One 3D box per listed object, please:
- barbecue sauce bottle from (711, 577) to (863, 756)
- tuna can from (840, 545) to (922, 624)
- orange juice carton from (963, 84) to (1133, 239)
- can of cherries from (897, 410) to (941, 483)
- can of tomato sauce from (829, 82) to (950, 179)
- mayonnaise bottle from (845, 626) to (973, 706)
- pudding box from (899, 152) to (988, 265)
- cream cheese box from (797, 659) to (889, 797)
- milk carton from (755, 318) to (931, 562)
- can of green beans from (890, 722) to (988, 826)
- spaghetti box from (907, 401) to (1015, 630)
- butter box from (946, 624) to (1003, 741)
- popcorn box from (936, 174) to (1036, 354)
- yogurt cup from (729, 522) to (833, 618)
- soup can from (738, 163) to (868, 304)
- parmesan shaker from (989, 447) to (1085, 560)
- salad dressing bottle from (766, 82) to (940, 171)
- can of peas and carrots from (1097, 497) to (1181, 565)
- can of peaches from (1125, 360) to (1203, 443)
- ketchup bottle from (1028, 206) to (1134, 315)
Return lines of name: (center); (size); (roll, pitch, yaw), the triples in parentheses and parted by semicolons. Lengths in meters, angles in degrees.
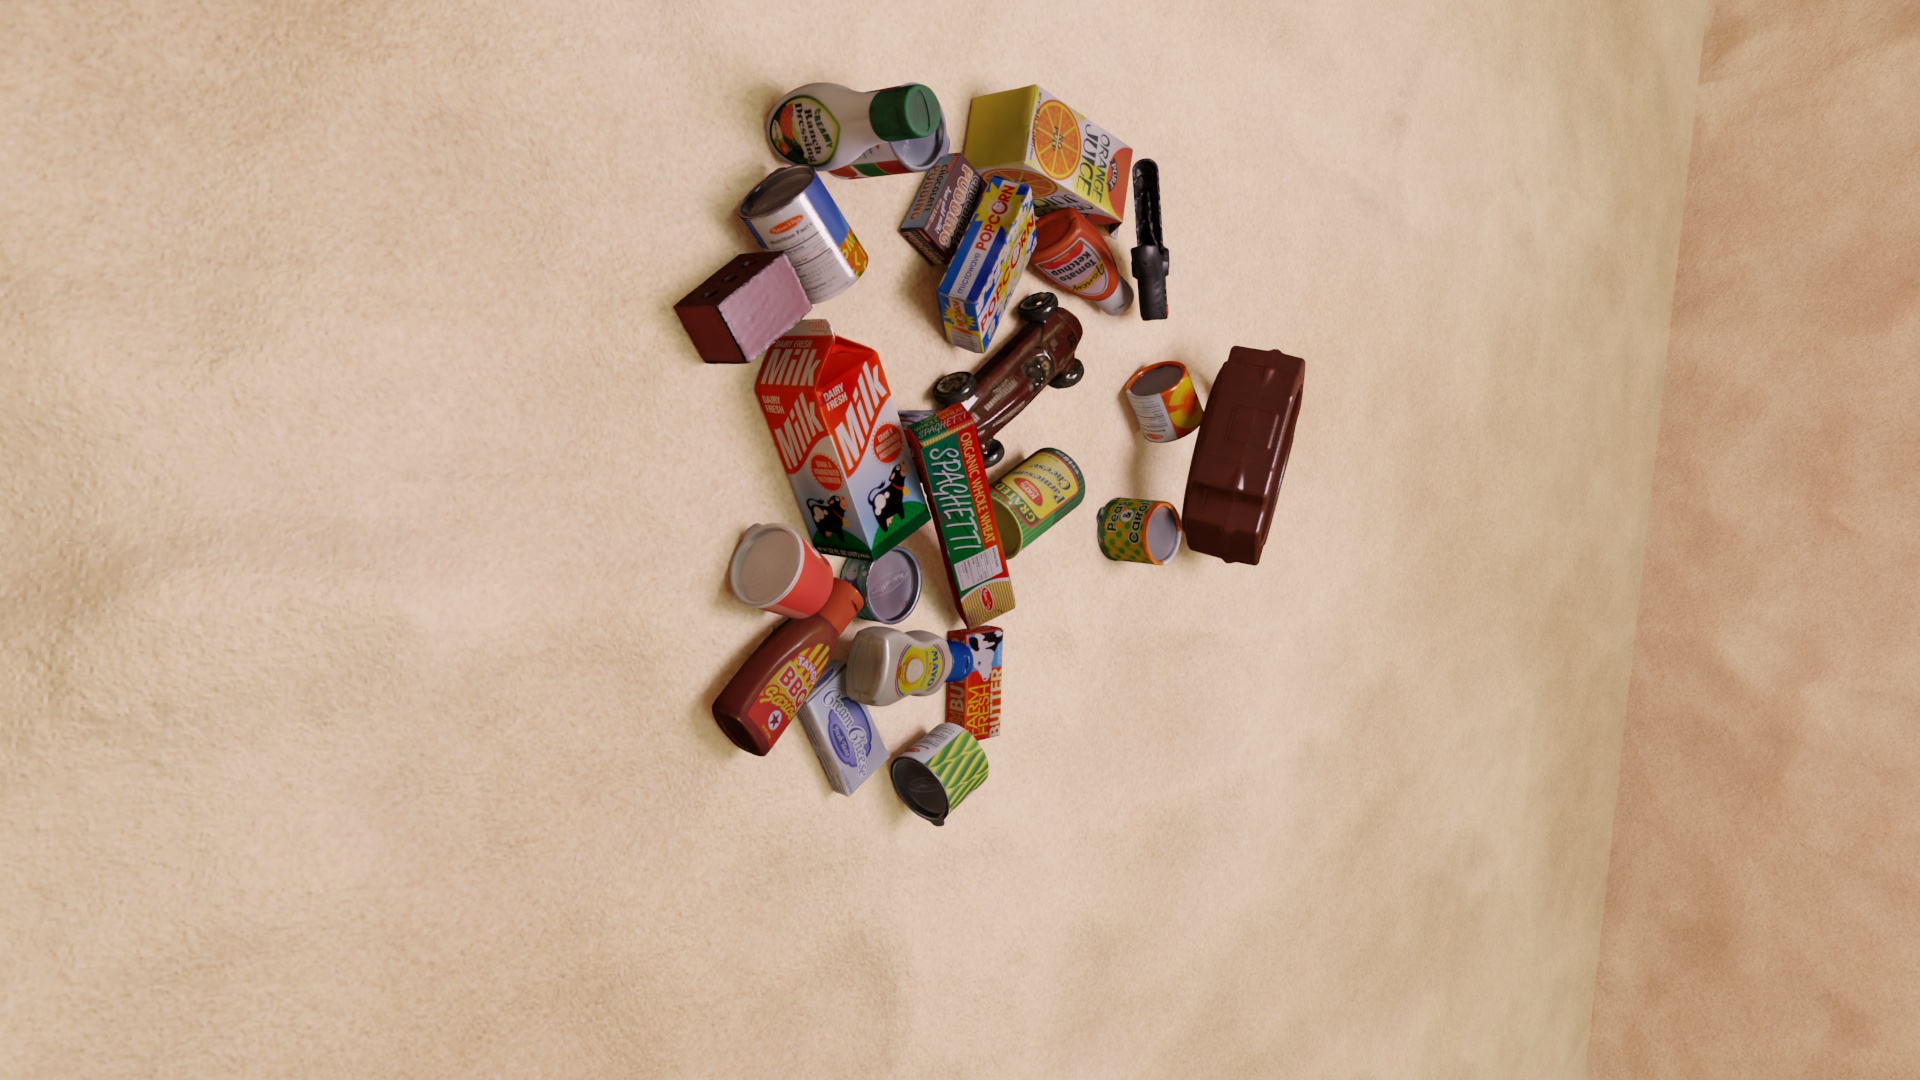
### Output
barbecue sauce bottle: (-0.131, 0.093, 1.085); (0.149, 0.044, 0.064); (-54, 144, -29)
tuna can: (-0.067, 0.033, 1.158); (0.071, 0.033, 0.071); (-8, 100, -47)
orange juice carton: (0.093, -0.337, 1.260); (0.193, 0.073, 0.072); (14, 82, -48)
can of cherries: (-0.031, -0.079, 1.158); (0.072, 0.071, 0.058); (-8, 102, -47)
can of tomato sauce: (-0.062, -0.318, 1.084); (0.071, 0.083, 0.071); (-8, 101, -47)
mayonnaise bottle: (-0.040, 0.104, 1.171); (0.148, 0.041, 0.064); (5, 95, -60)
pudding box: (-0.012, -0.282, 1.182); (0.049, 0.030, 0.084); (42, 64, -43)
cream cheese box: (-0.098, 0.155, 1.143); (0.053, 0.024, 0.103); (-43, 124, -37)
milk carton: (-0.096, -0.084, 1.083); (0.074, 0.072, 0.189); (-39, 121, -38)
can of green beans: (-0.018, 0.201, 1.207); (0.058, 0.071, 0.071); (-35, 119, -40)
spaghetti box: (0.004, -0.015, 1.158); (0.050, 0.029, 0.248); (-26, 141, -9)
butter box: (0.013, 0.131, 1.264); (0.053, 0.024, 0.103); (-4, 97, -48)
popcorn box: (0.024, -0.236, 1.196); (0.085, 0.038, 0.127); (73, 38, -66)
yogurt cup: (-0.134, 0.027, 1.062); (0.054, 0.072, 0.072); (35, 69, -53)
soup can: (-0.117, -0.232, 1.048); (0.071, 0.071, 0.083); (-56, 132, -27)
parmesan shaker: (0.057, -0.037, 1.264); (0.103, 0.071, 0.071); (-37, 121, -39)
salad dressing bottle: (-0.079, -0.307, 1.018); (0.044, 0.147, 0.064); (-33, 118, -41)
can of peas and carrots: (0.181, -0.011, 1.406); (0.071, 0.058, 0.071); (-7, 100, -48)
can of peaches: (0.209, -0.143, 1.416); (0.071, 0.071, 0.058); (-50, 128, -31)
ketchup bottle: (0.117, -0.258, 1.308); (0.148, 0.064, 0.044); (27, 41, -55)
